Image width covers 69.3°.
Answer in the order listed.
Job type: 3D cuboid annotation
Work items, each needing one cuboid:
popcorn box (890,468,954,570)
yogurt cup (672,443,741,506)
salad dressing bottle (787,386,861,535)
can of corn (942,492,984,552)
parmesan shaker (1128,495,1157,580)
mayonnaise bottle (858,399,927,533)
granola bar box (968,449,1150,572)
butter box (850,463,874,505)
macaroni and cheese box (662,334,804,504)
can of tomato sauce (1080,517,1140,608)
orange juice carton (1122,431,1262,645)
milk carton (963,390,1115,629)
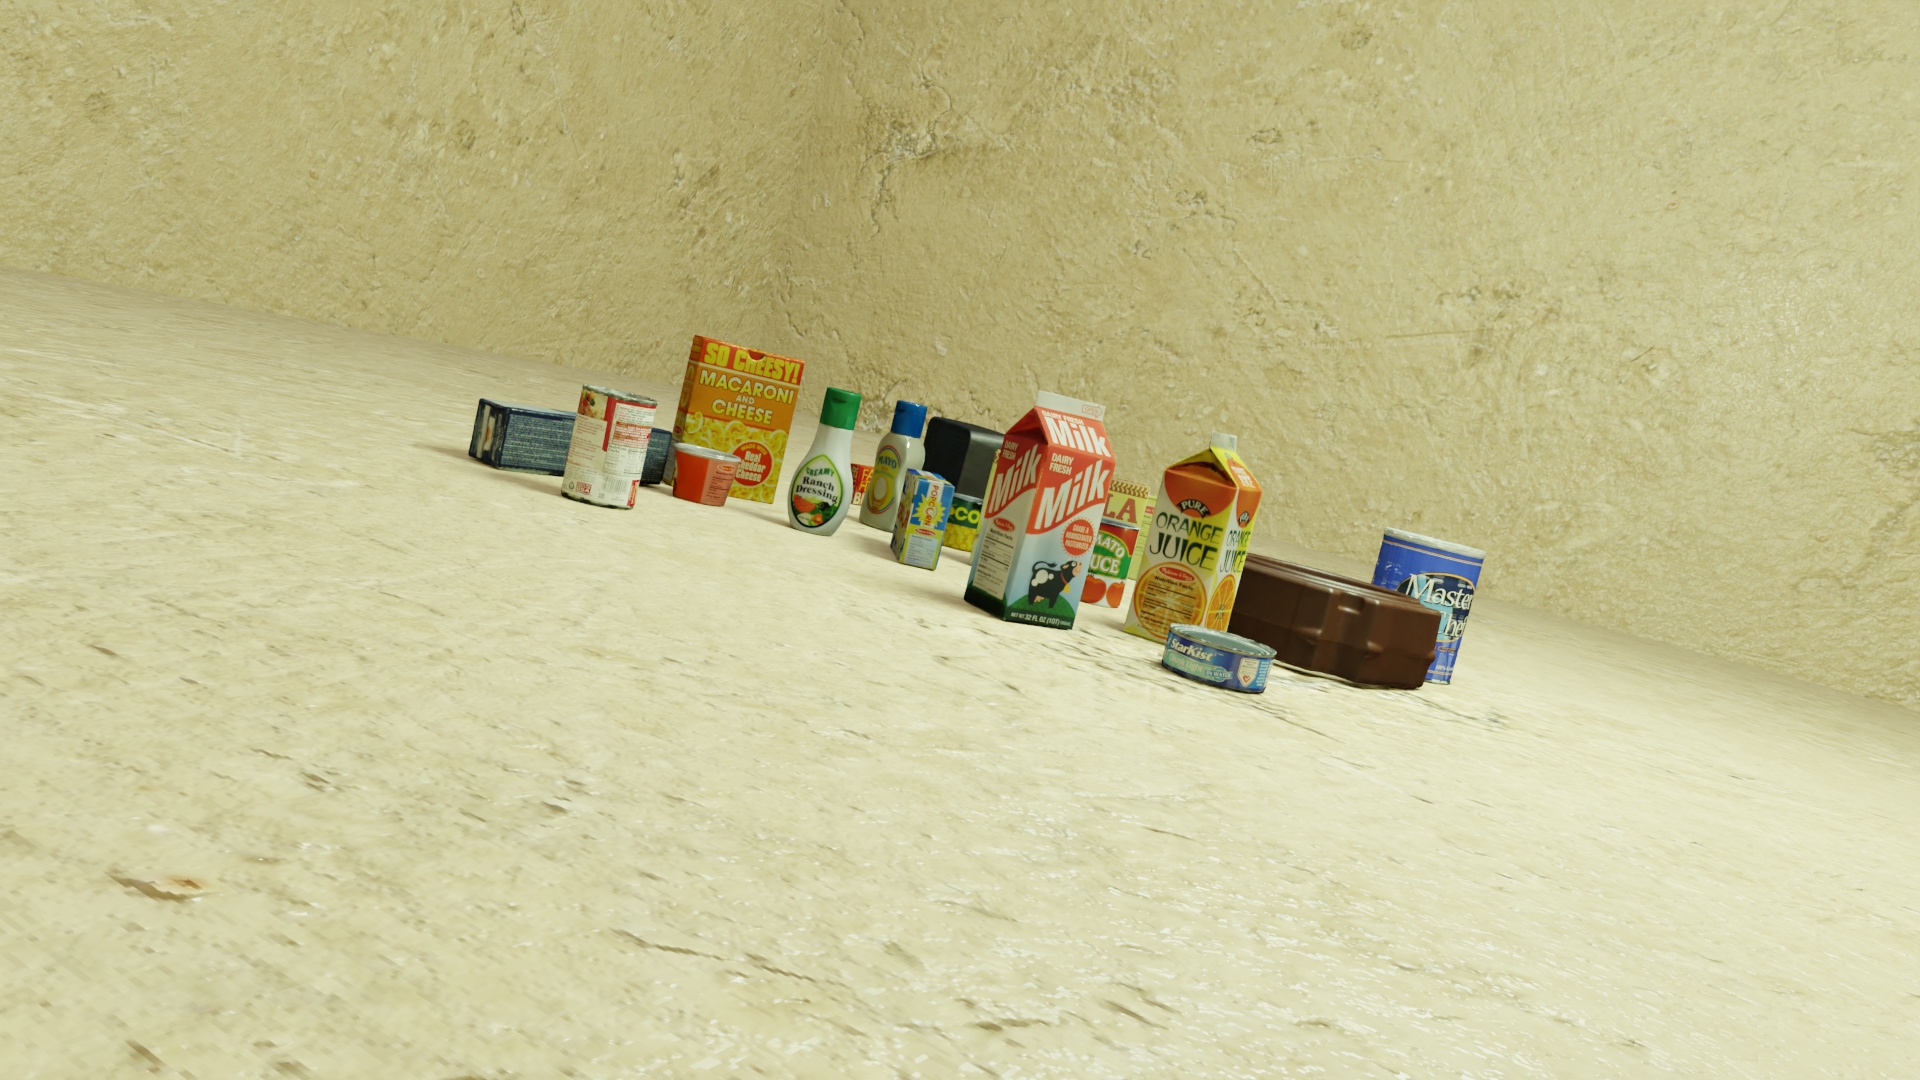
[{"bbox_3d":[-0.040,-0.023,1.388,0.038,0.085,0.127,13,6,-9],"label":"popcorn box"},{"bbox_3d":[-0.267,-0.067,1.442,0.072,0.054,0.072,13,6,-1],"label":"yogurt cup"},{"bbox_3d":[-0.134,-0.080,1.408,0.064,0.147,0.044,14,5,8],"label":"salad dressing bottle"},{"bbox_3d":[0.006,-0.020,1.585,0.071,0.058,0.071,13,6,-1],"label":"can of corn"},{"bbox_3d":[0.222,-0.005,1.710,0.071,0.103,0.071,13,6,-1],"label":"parmesan shaker"},{"bbox_3d":[-0.072,-0.085,1.586,0.065,0.148,0.041,18,7,41],"label":"mayonnaise bottle"},{"bbox_3d":[0.102,-0.017,1.458,0.166,0.124,0.039,13,5,-2],"label":"granola bar box"},{"bbox_3d":[-0.102,-0.068,1.817,0.103,0.053,0.024,9,7,-39],"label":"butter box"},{"bbox_3d":[-0.252,-0.133,1.547,0.124,0.166,0.040,10,6,-30],"label":"macaroni and cheese box"},{"bbox_3d":[0.138,0.020,1.394,0.071,0.083,0.071,13,6,-1],"label":"can of tomato sauce"},{"bbox_3d":[0.212,-0.002,1.236,0.073,0.192,0.072,16,6,29],"label":"orange juice carton"},{"bbox_3d":[0.071,-0.028,1.172,0.072,0.190,0.073,10,6,-31],"label":"milk carton"}]
